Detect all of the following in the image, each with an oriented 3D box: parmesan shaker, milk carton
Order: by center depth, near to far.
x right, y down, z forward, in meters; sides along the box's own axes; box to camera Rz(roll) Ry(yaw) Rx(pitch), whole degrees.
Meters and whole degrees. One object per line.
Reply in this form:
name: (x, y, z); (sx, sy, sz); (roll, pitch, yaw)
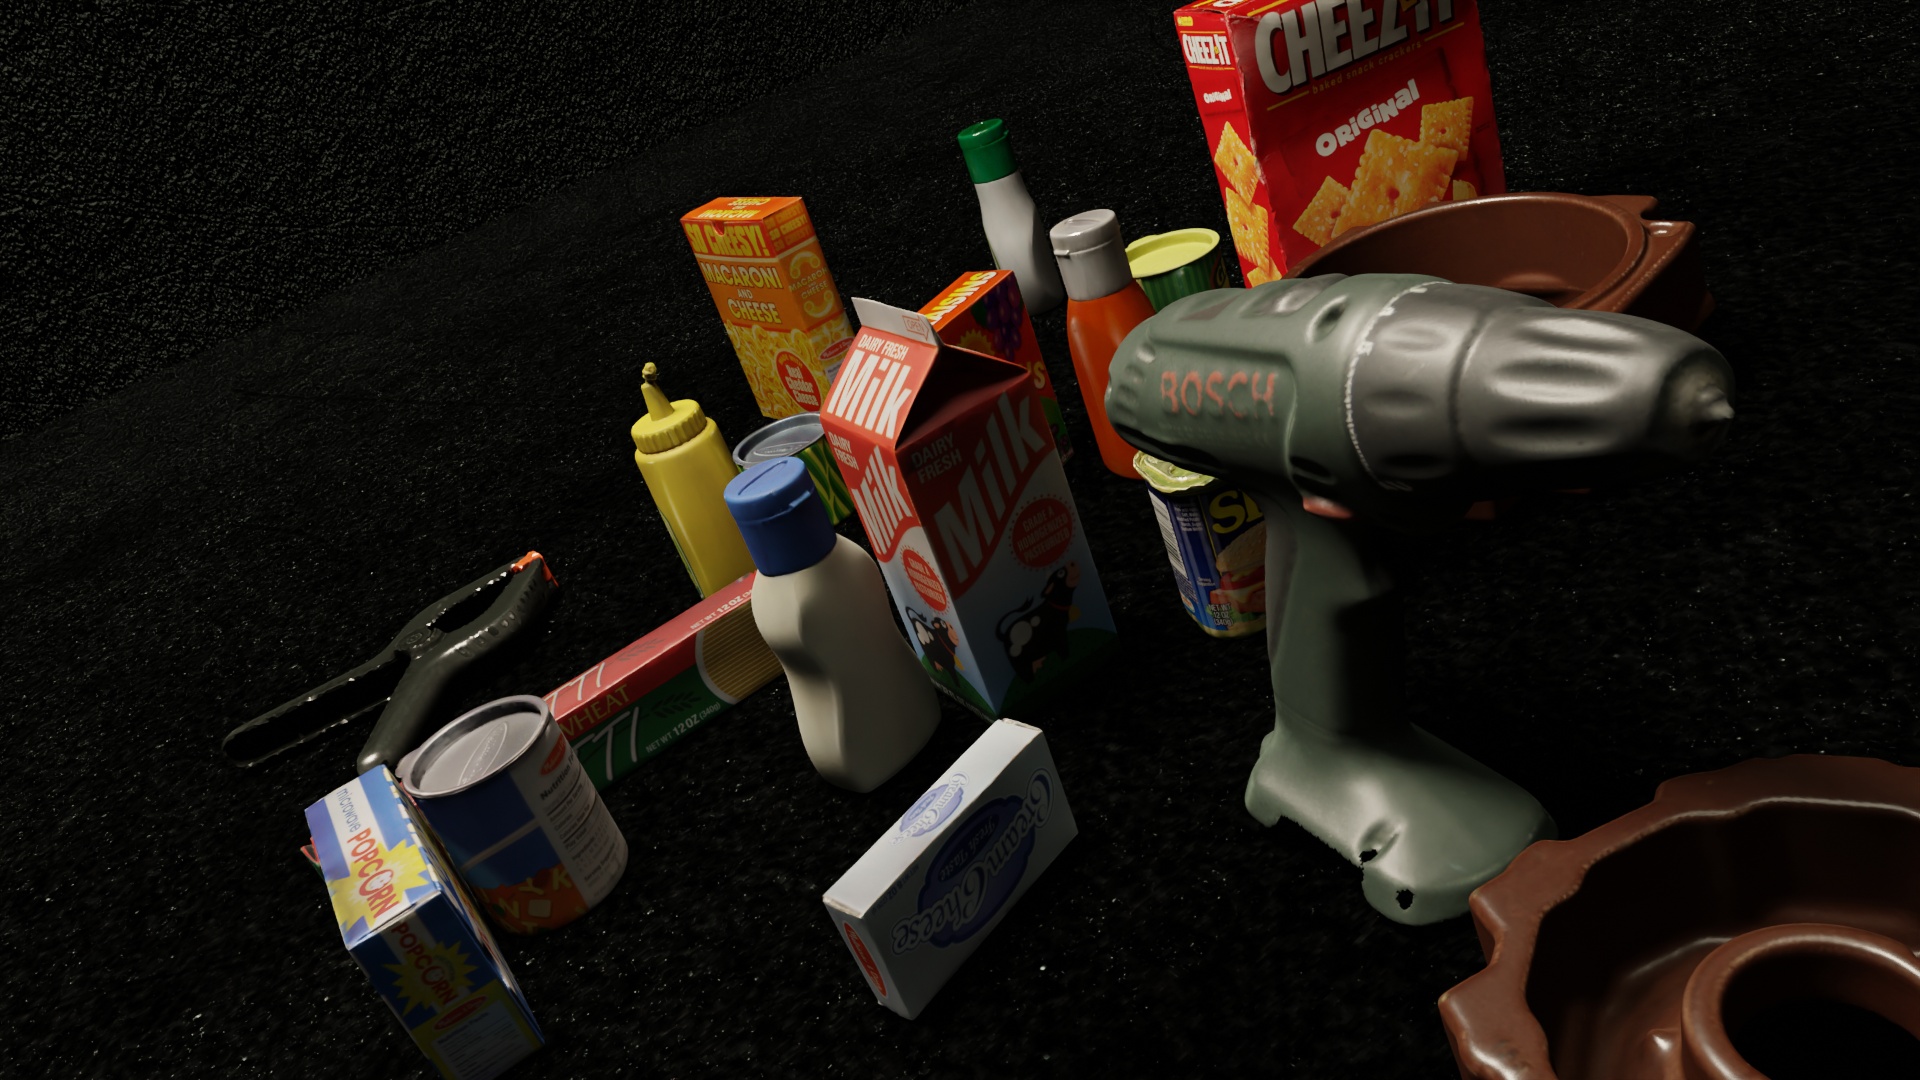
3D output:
milk carton: (0.000, -0.018, 0.613); (0.074, 0.189, 0.072); (-31, 28, -20)
parmesan shaker: (0.131, -0.123, 0.817); (0.071, 0.102, 0.071); (-17, 27, 9)

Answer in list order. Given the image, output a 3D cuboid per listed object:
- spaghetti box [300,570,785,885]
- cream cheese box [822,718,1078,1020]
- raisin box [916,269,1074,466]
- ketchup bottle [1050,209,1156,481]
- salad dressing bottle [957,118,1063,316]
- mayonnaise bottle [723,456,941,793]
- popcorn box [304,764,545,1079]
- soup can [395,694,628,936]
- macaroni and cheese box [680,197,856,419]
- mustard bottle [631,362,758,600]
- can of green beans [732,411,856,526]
spaghetti box: (-0.191, 0.100, 0.684); (0.251, 0.050, 0.029); (-33, 28, -23)
cream cheese box: (-0.001, 0.118, 0.511); (0.024, 0.053, 0.104); (7, 38, 44)
raisin box: (0.014, -0.082, 0.801); (0.040, 0.123, 0.086); (2, 34, 39)
ketchup bottle: (0.087, -0.106, 0.765); (0.044, 0.148, 0.065); (-34, 29, -25)
salad dressing bottle: (0.038, -0.247, 1.066); (0.044, 0.147, 0.064); (-12, 27, 17)
mayonnaise bottle: (-0.057, 0.035, 0.602); (0.041, 0.147, 0.065); (6, 37, 43)
popcorn box: (-0.219, 0.154, 0.564); (0.038, 0.085, 0.127); (-32, 28, -21)
soup can: (-0.196, 0.121, 0.610); (0.071, 0.083, 0.072); (-17, 27, 9)
macaroni and cheese box: (-0.130, -0.163, 1.007); (0.040, 0.165, 0.124); (-35, 30, -27)
mustard bottle: (-0.143, -0.025, 0.764); (0.049, 0.159, 0.065); (-25, 26, -8)
can of green beans: (-0.102, -0.041, 0.878); (0.071, 0.057, 0.071); (-16, 27, 9)
